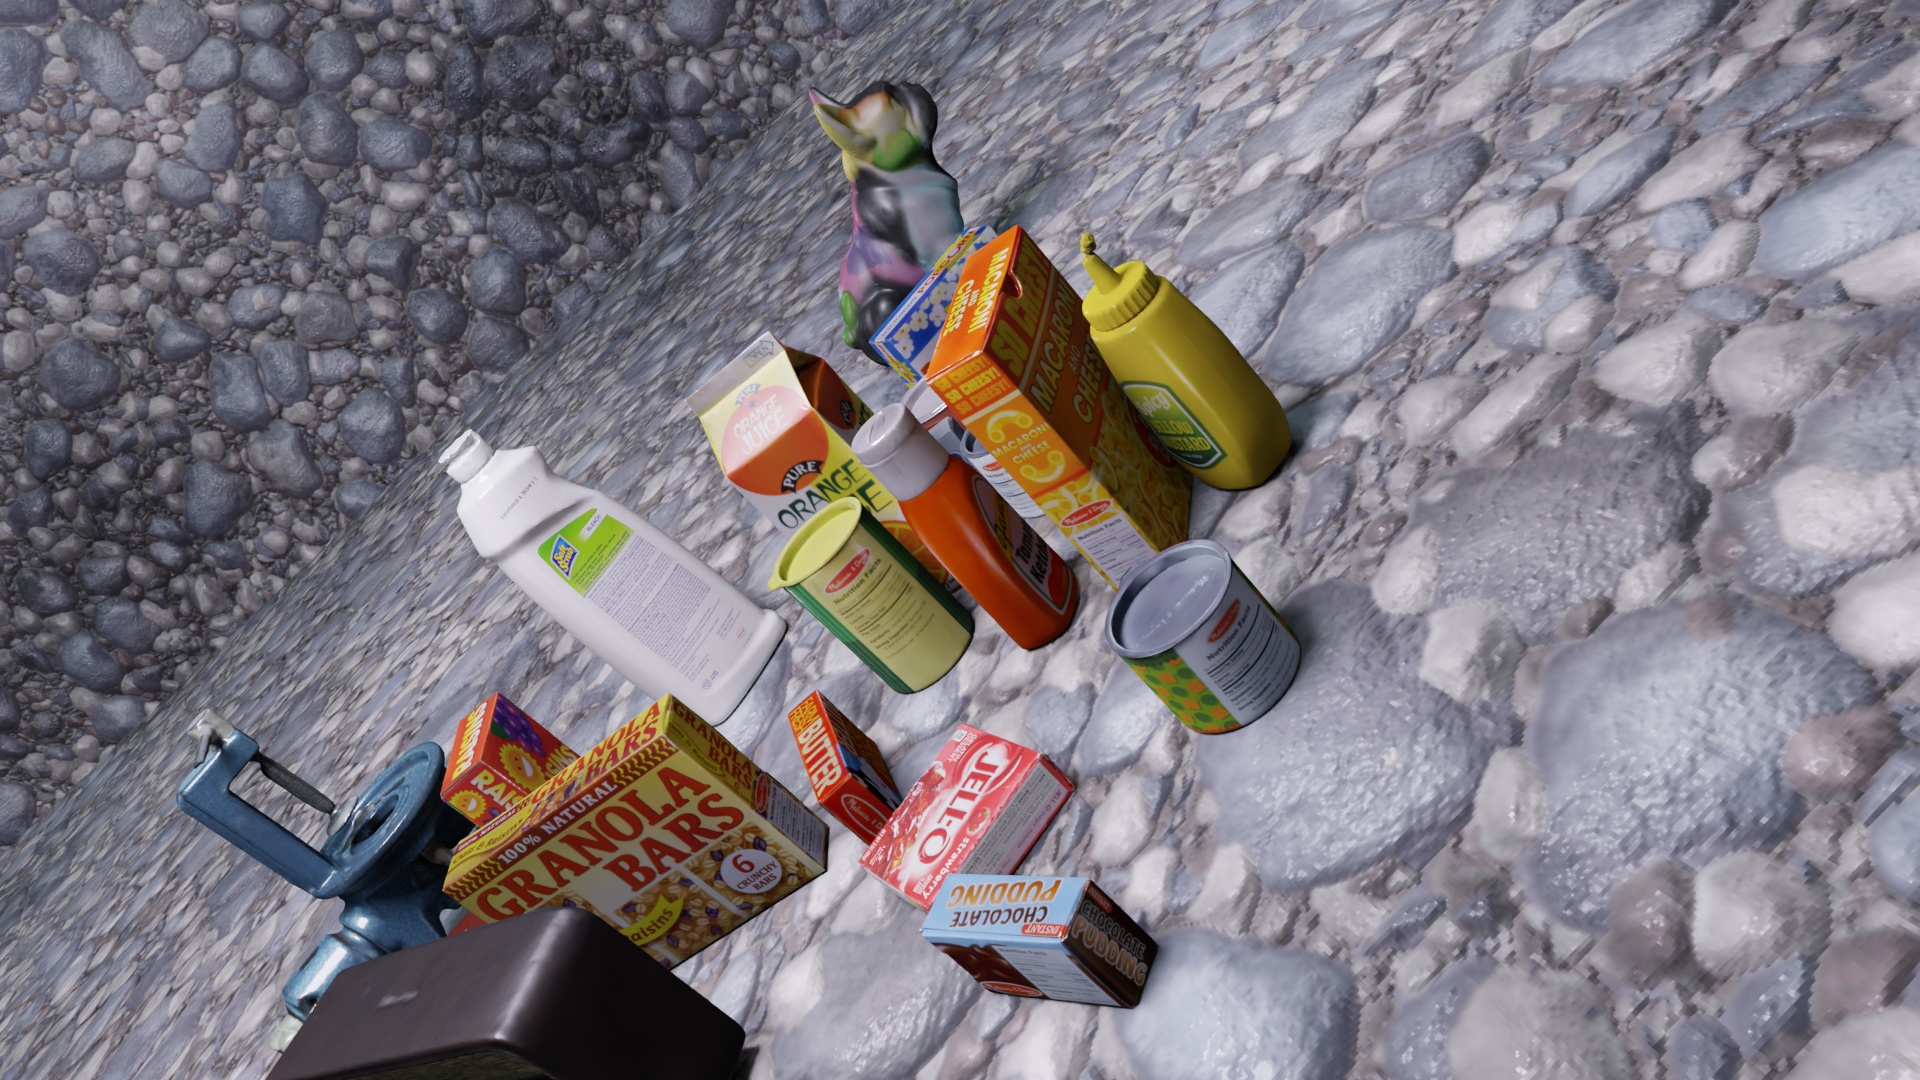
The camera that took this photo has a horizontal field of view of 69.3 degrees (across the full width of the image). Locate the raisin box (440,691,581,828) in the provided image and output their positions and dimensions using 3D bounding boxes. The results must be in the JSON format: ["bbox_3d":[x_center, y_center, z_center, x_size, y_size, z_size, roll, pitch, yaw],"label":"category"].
[{"bbox_3d":[-0.272,0.166,0.901,0.040,0.123,0.086,-40,25,9],"label":"raisin box"}]

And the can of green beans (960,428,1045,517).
[{"bbox_3d":[0.043,-0.057,0.861,0.071,0.057,0.071,-34,27,20],"label":"can of green beans"}]

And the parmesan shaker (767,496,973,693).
[{"bbox_3d":[-0.051,0.035,0.805,0.071,0.103,0.072,-34,27,20],"label":"parmesan shaker"}]

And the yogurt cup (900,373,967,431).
[{"bbox_3d":[-0.002,-0.089,0.981,0.072,0.054,0.073,-34,27,20],"label":"yogurt cup"}]

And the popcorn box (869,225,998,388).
[{"bbox_3d":[0.001,-0.166,1.059,0.127,0.085,0.038,-52,26,-16],"label":"popcorn box"}]

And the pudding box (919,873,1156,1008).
[{"bbox_3d":[0.030,0.159,0.557,0.083,0.049,0.030,-14,38,46],"label":"pudding box"}]

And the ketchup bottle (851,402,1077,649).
[{"bbox_3d":[0.003,-0.009,0.741,0.043,0.148,0.065,-31,28,25],"label":"ketchup bottle"}]

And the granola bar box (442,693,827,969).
[{"bbox_3d":[-0.174,0.170,0.750,0.165,0.124,0.039,-35,26,18],"label":"granola bar box"}]

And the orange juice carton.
[{"bbox_3d":[-0.078,-0.040,0.854,0.071,0.192,0.073,-35,26,19],"label":"orange juice carton"}]

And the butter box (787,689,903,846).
[{"bbox_3d":[-0.060,0.123,0.740,0.024,0.053,0.104,-43,25,2],"label":"butter box"}]

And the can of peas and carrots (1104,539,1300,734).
[{"bbox_3d":[0.106,0.042,0.616,0.071,0.058,0.071,-34,27,20],"label":"can of peas and carrots"}]

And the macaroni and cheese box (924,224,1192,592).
[{"bbox_3d":[0.060,-0.068,0.727,0.040,0.166,0.124,-27,30,31],"label":"macaroni and cheese box"}]

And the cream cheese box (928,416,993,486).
[{"bbox_3d":[-0.030,-0.033,0.937,0.103,0.053,0.024,-35,26,17],"label":"cream cheese box"}]

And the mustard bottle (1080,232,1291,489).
[{"bbox_3d":[0.105,-0.093,0.707,0.049,0.160,0.065,-52,26,-17],"label":"mustard bottle"}]
